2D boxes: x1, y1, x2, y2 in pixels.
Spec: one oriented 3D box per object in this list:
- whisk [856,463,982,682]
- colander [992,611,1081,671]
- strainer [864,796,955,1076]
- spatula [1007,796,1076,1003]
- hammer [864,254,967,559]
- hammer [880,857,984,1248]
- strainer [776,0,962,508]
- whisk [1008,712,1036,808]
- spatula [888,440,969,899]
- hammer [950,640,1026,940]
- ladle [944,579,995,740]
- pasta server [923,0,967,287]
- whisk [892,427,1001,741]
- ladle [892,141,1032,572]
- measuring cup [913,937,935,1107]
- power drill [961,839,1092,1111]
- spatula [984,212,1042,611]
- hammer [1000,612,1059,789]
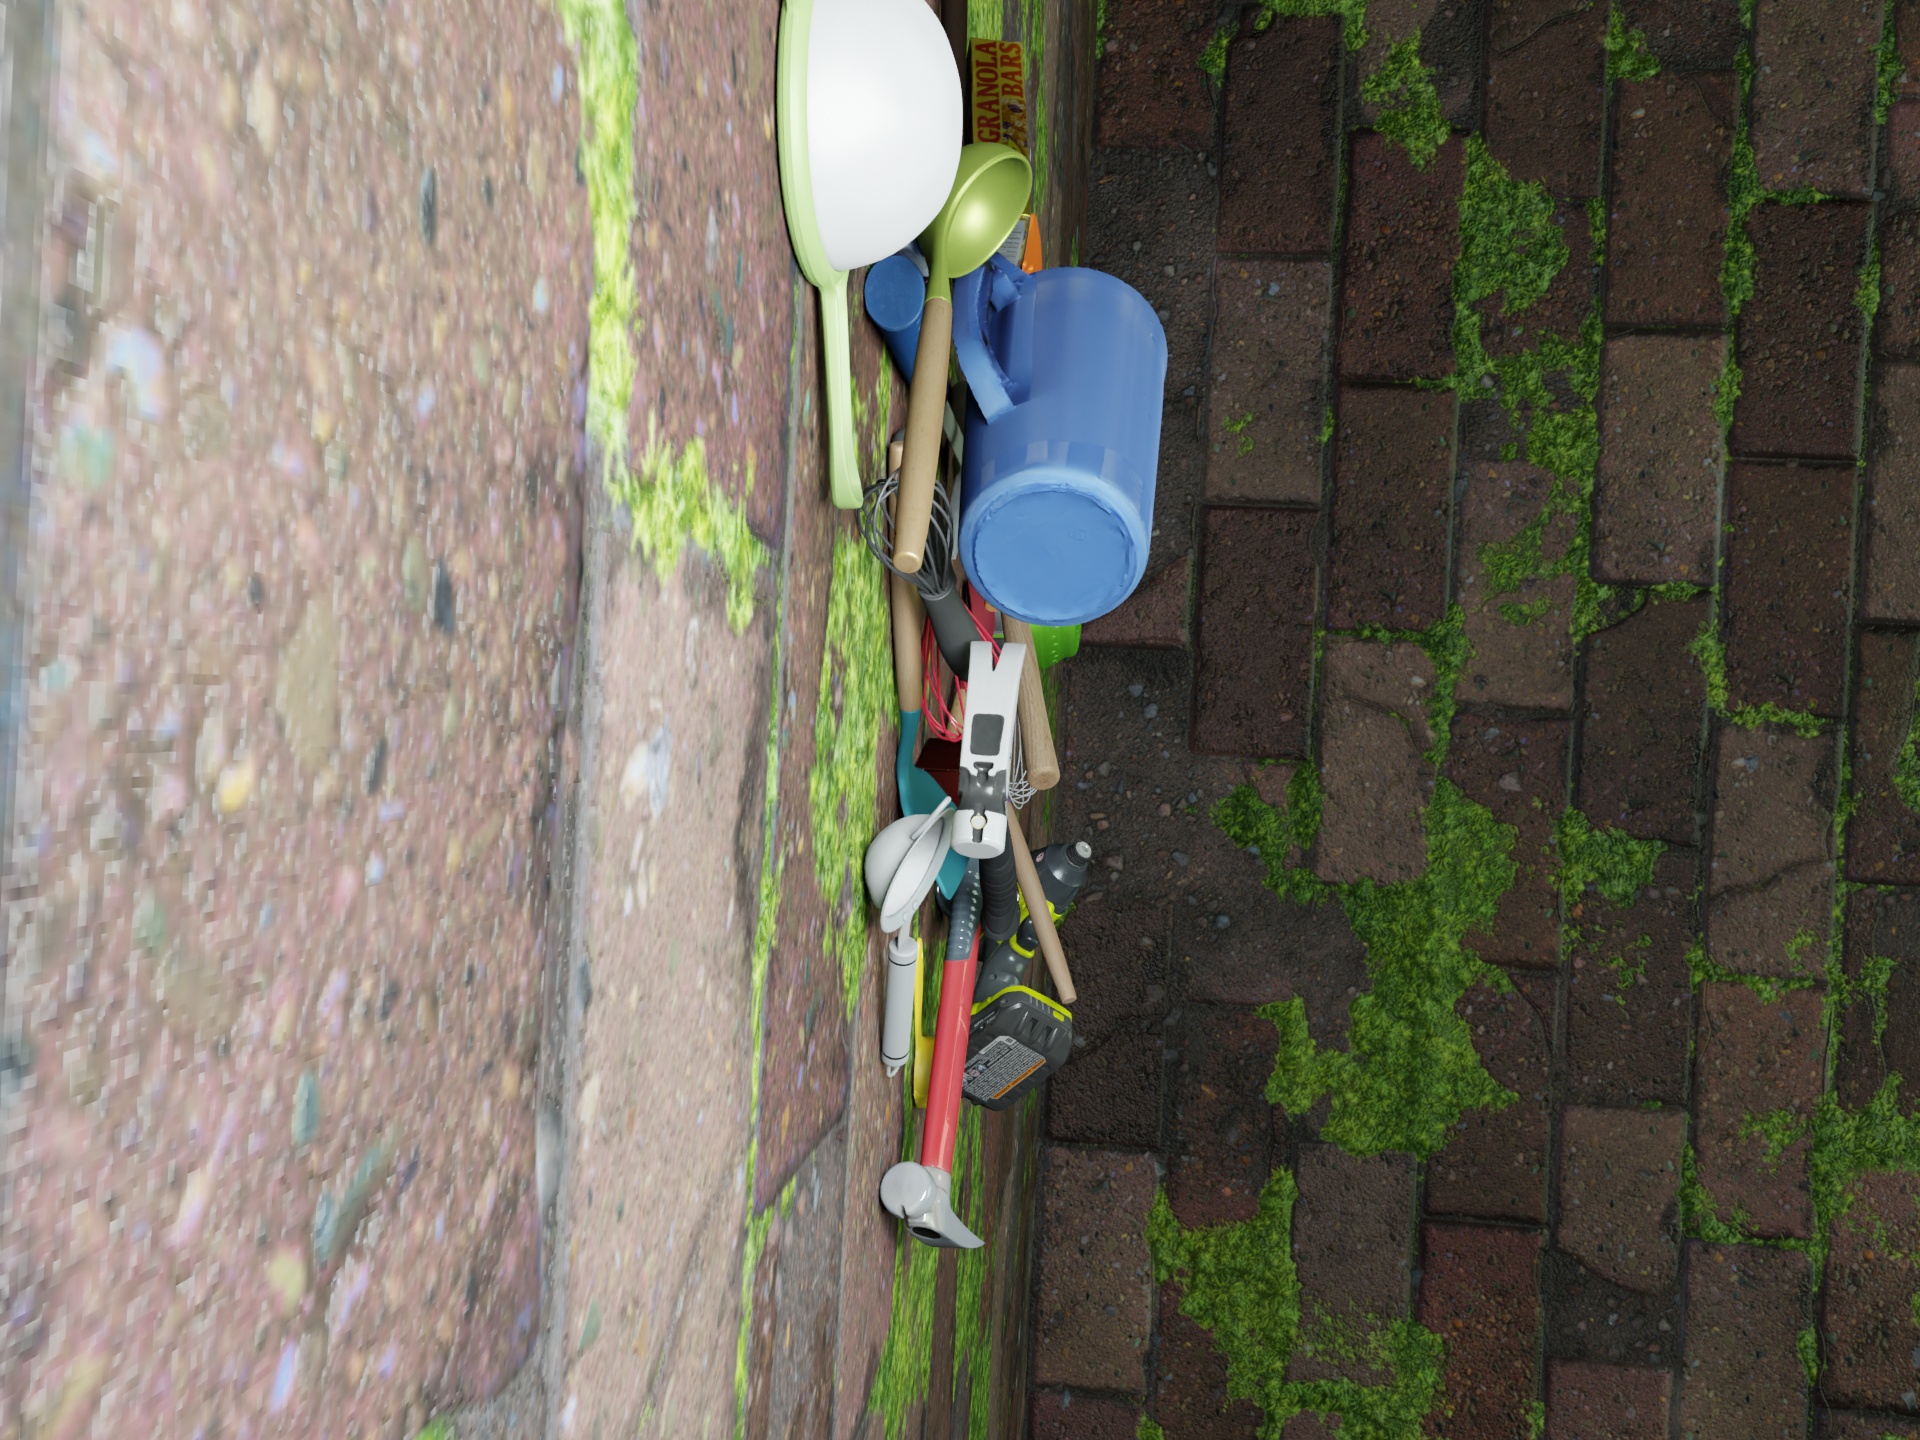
[{"bbox_3d":[-0.014,-0.079,0.964,0.238,0.055,0.055,64,29,-62],"label":"whisk"},{"bbox_3d":[0.091,-0.161,1.754,0.397,0.094,0.204,-74,166,-62],"label":"colander"},{"bbox_3d":[-0.039,0.141,1.016,0.087,0.050,0.258,-45,149,-46],"label":"strainer"},{"bbox_3d":[0.044,0.094,1.357,0.059,0.018,0.316,81,-8,-62],"label":"spatula"},{"bbox_3d":[-0.014,-0.211,1.073,0.405,0.035,0.144,38,55,-82],"label":"hammer"},{"bbox_3d":[0.003,0.209,1.244,0.143,0.038,0.387,59,33,-53],"label":"hammer"},{"bbox_3d":[-0.035,-0.225,0.743,0.151,0.069,0.256,-70,160,-69],"label":"strainer"},{"bbox_3d":[0.061,-0.017,1.756,0.070,0.070,0.285,86,5,-46],"label":"whisk"},{"bbox_3d":[-0.023,-0.032,1.047,0.082,0.044,0.317,-64,156,-57],"label":"spatula"},{"bbox_3d":[0.024,0.074,1.087,0.334,0.035,0.146,83,11,-64],"label":"hammer"},{"bbox_3d":[-0.002,-0.004,1.329,0.069,0.031,0.316,83,14,-45],"label":"ladle"},{"bbox_3d":[-0.012,-0.428,1.052,0.060,0.040,0.316,72,18,-72],"label":"pasta server"},{"bbox_3d":[-0.011,-0.081,1.093,0.295,0.073,0.073,77,17,-47],"label":"whisk"},{"bbox_3d":[-0.001,-0.187,0.795,0.078,0.062,0.320,113,-14,-48],"label":"ladle"},{"bbox_3d":[-0.020,0.238,1.253,0.062,0.029,0.156,-74,165,-62],"label":"measuring cup"},{"bbox_3d":[0.052,0.217,1.415,0.171,0.080,0.223,-46,-160,37],"label":"power drill"},{"bbox_3d":[0.036,-0.221,1.153,0.081,0.041,0.323,76,15,-63],"label":"spatula"},{"bbox_3d":[0.048,-0.089,1.406,0.130,0.031,0.332,78,3,-57],"label":"hammer"}]
